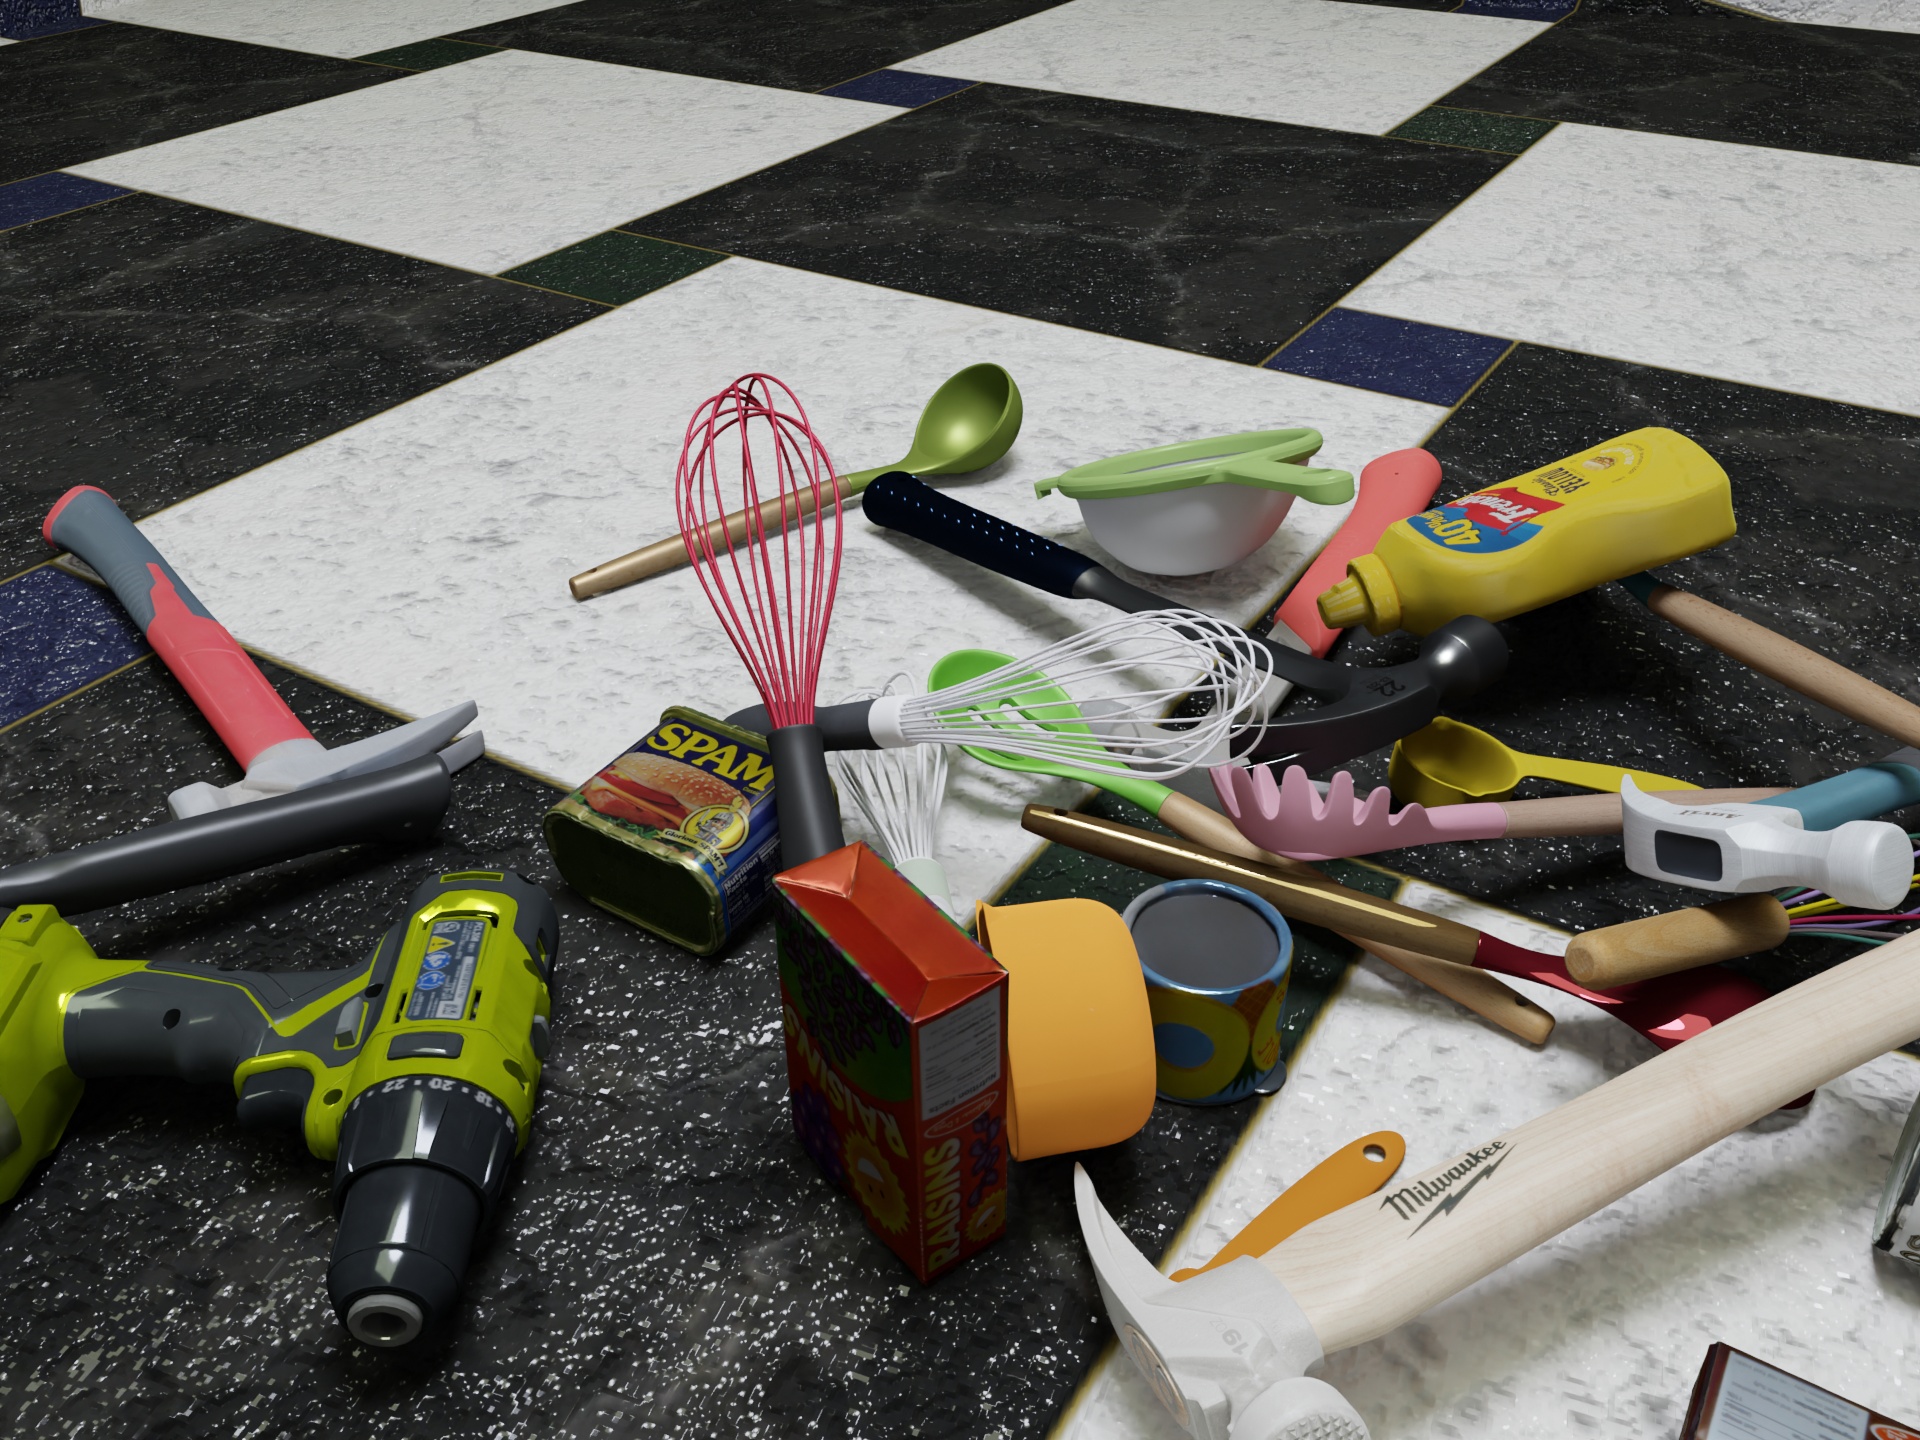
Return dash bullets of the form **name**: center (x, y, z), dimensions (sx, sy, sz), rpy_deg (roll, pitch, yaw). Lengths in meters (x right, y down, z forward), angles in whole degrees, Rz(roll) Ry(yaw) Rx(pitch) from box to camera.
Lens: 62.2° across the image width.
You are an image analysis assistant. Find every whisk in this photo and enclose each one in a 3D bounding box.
- **whisk**: center (0.324, 0.077, 0.619), dimensions (0.245, 0.051, 0.047), rpy_deg (-6, 8, -28)
- **whisk**: center (-0.002, -0.001, 0.661), dimensions (0.285, 0.070, 0.070), rpy_deg (-6, 26, 38)
- **whisk**: center (-0.072, -0.013, 0.661), dimensions (0.073, 0.073, 0.296), rpy_deg (-8, 73, -10)
- **whisk**: center (-0.019, 0.062, 0.683), dimensions (0.057, 0.059, 0.247), rpy_deg (17, 33, -24)

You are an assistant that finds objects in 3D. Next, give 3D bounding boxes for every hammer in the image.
- **hammer**: center (0.070, -0.067, 0.824), dimensions (0.144, 0.035, 0.406), rpy_deg (-26, 34, -27)
- **hammer**: center (0.238, 0.117, 0.522), dimensions (0.410, 0.038, 0.146), rpy_deg (-20, 19, -14)
- **hammer**: center (-0.370, 0.065, 0.634), dimensions (0.334, 0.146, 0.035), rpy_deg (-16, 57, -33)
- **hammer**: center (0.203, -0.059, 0.857), dimensions (0.149, 0.036, 0.359), rpy_deg (18, 39, 25)
- **hammer**: center (-0.403, -0.050, 0.861), dimensions (0.143, 0.038, 0.387), rpy_deg (-24, 41, -31)
- **hammer**: center (0.402, 0.025, 0.672), dimensions (0.331, 0.033, 0.128), rpy_deg (-10, 8, -34)

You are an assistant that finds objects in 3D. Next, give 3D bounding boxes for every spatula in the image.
- **spatula**: center (0.352, -0.040, 0.761), dimensions (0.082, 0.044, 0.318), rpy_deg (-7, 24, -10)

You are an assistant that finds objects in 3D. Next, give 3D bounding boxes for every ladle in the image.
- **ladle**: center (-0.095, -0.147, 0.977), dimensions (0.320, 0.062, 0.078), rpy_deg (-25, 34, -27)
- **ladle**: center (0.175, 0.081, 0.622), dimensions (0.315, 0.031, 0.069), rpy_deg (16, 31, 11)

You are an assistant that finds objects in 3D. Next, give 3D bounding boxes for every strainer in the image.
- **strainer**: center (0.147, -0.110, 0.858), dimensions (0.151, 0.069, 0.256), rpy_deg (-14, 15, -12)

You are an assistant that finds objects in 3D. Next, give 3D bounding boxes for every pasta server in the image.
- **pasta server**: center (0.249, 0.034, 0.675), dimensions (0.316, 0.040, 0.060), rpy_deg (-1, 1, -20)

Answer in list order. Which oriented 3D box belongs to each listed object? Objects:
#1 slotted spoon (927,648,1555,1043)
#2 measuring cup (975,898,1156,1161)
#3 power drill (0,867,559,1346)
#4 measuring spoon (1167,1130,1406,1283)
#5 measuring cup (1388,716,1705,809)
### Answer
- **slotted spoon**: center (0.110, 0.051, 0.691), dimensions (0.314, 0.031, 0.070), rpy_deg (31, 45, 29)
- **measuring cup**: center (0.035, 0.097, 0.596), dimensions (0.052, 0.095, 0.174), rpy_deg (-7, 13, -2)
- **power drill**: center (-0.264, 0.133, 0.560), dimensions (0.228, 0.080, 0.191), rpy_deg (-1, 34, -4)
- **measuring spoon**: center (0.114, 0.170, 0.549), dimensions (0.117, 0.011, 0.021), rpy_deg (-25, 41, -30)
- **measuring cup**: center (0.274, 0.034, 0.739), dimensions (0.156, 0.029, 0.062), rpy_deg (9, 34, -6)
